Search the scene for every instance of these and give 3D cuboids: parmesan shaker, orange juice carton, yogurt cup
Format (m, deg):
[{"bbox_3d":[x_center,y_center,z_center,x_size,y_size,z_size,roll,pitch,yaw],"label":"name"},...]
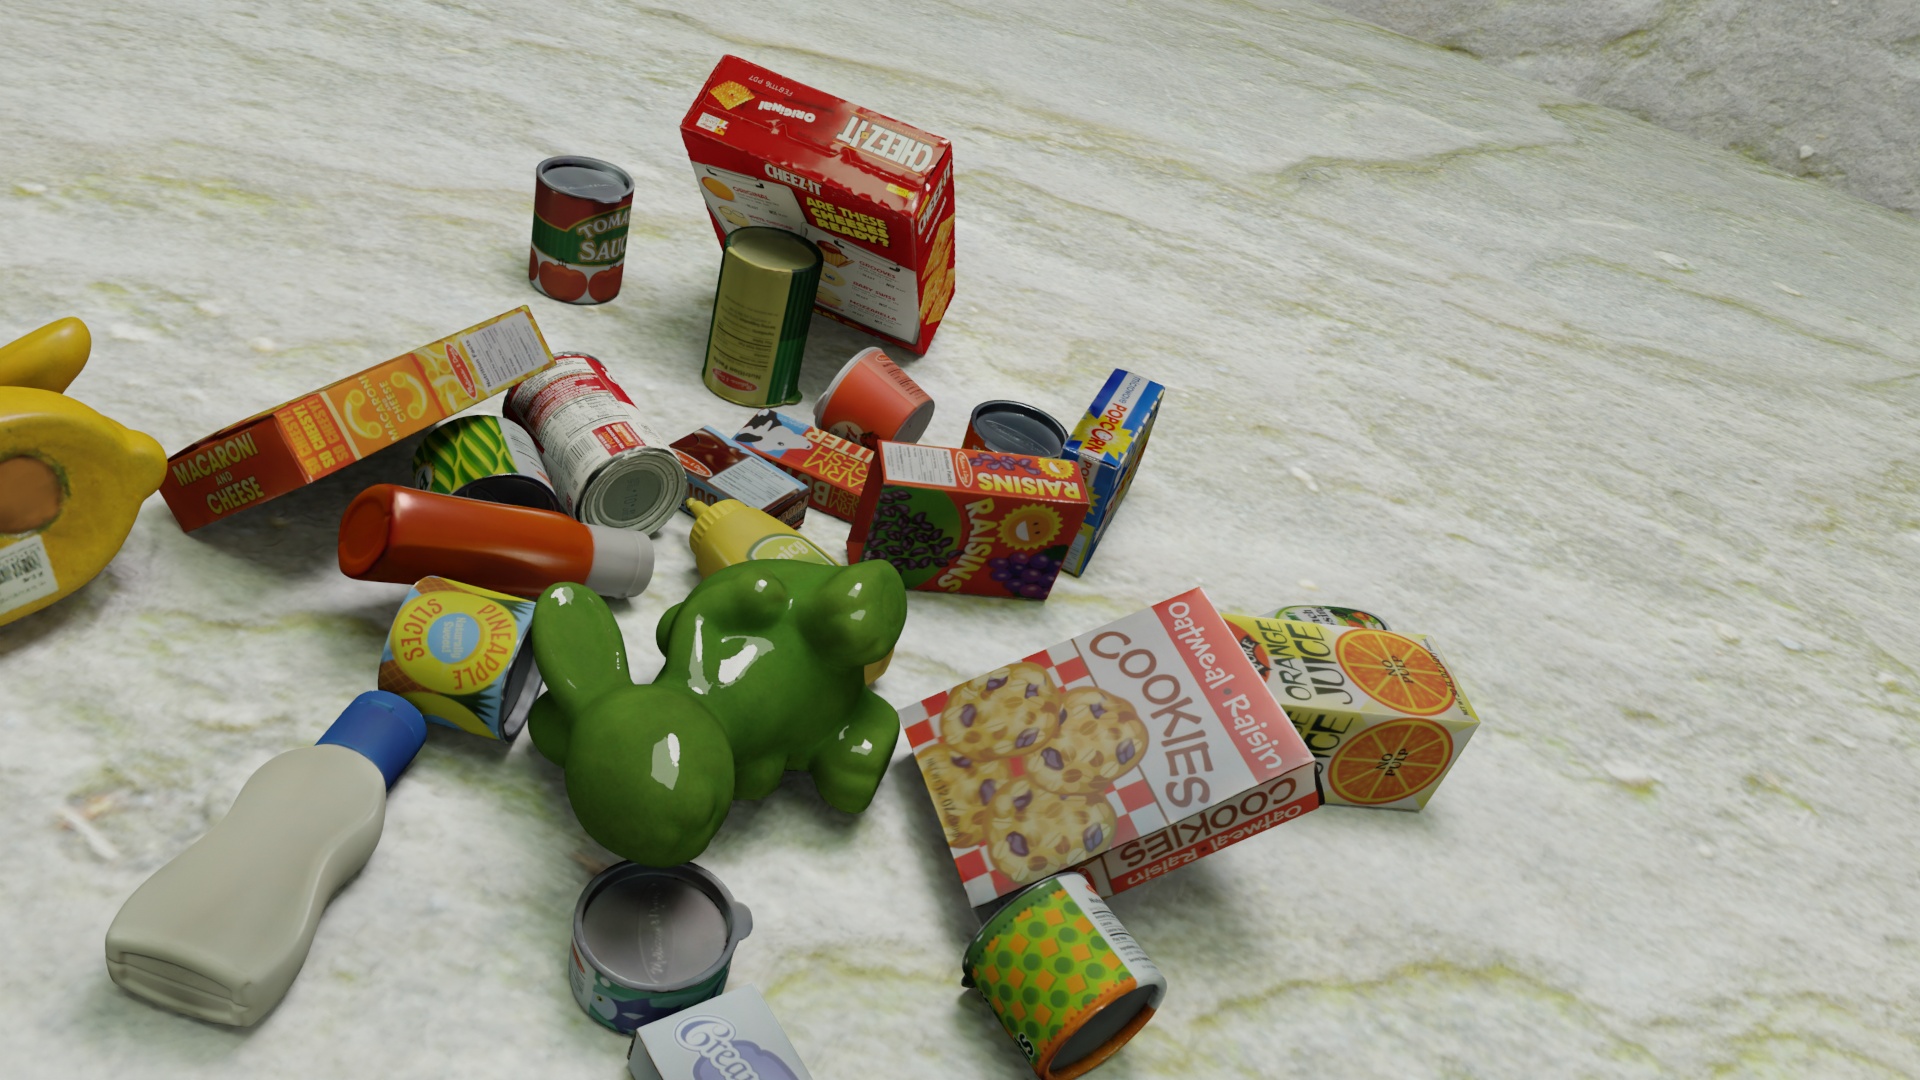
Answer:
[{"bbox_3d":[-0.130,-0.149,0.927,0.071,0.102,0.072,12,35,-8],"label":"parmesan shaker"},{"bbox_3d":[0.171,0.091,0.758,0.193,0.072,0.072,7,37,-14],"label":"orange juice carton"},{"bbox_3d":[-0.054,-0.085,0.909,0.054,0.072,0.073,36,38,12],"label":"yogurt cup"}]

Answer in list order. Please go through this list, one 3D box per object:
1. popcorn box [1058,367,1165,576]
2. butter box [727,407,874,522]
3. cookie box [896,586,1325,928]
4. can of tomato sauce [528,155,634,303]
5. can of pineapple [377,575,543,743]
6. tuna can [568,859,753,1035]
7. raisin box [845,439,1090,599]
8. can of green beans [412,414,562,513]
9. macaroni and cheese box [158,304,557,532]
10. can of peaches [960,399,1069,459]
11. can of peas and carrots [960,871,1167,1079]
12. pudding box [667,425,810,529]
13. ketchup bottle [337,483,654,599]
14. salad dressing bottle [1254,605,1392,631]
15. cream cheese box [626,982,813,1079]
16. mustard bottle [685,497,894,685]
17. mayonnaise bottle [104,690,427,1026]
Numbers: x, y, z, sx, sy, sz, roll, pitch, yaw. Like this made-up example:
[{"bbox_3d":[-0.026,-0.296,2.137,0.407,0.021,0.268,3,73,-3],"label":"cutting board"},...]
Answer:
[{"bbox_3d":[0.090,-0.047,0.899,0.038,0.084,0.127,23,36,9],"label":"popcorn box"},{"bbox_3d":[-0.091,-0.046,0.873,0.103,0.024,0.053,23,35,7],"label":"butter box"},{"bbox_3d":[0.068,0.103,0.664,0.167,0.040,0.123,-22,43,-4],"label":"cookie box"},{"bbox_3d":[-0.266,-0.218,0.979,0.071,0.082,0.071,12,36,-8],"label":"can of tomato sauce"},{"bbox_3d":[-0.226,0.054,0.639,0.058,0.070,0.071,15,35,-3],"label":"can of pineapple"},{"bbox_3d":[-0.122,0.164,0.565,0.071,0.032,0.071,12,35,-8],"label":"tuna can"},{"bbox_3d":[0.003,-0.010,0.810,0.123,0.085,0.040,5,43,-16],"label":"raisin box"},{"bbox_3d":[-0.252,-0.025,0.738,0.071,0.071,0.058,-6,41,-30],"label":"can of green beans"},{"bbox_3d":[-0.316,-0.067,0.731,0.123,0.040,0.167,-13,18,35],"label":"macaroni and cheese box"},{"bbox_3d":[0.030,-0.049,0.899,0.071,0.057,0.071,12,36,-9],"label":"can of peaches"},{"bbox_3d":[0.042,0.185,0.583,0.071,0.070,0.059,-13,45,-36],"label":"can of peas and carrots"},{"bbox_3d":[-0.137,-0.032,0.828,0.084,0.030,0.050,31,38,18],"label":"pudding box"},{"bbox_3d":[-0.226,0.005,0.696,0.149,0.064,0.043,10,69,-45],"label":"ketchup bottle"},{"bbox_3d":[0.186,0.065,0.824,0.148,0.043,0.064,2,36,-21],"label":"salad dressing bottle"},{"bbox_3d":[-0.077,0.219,0.518,0.053,0.024,0.104,-12,45,-38],"label":"cream cheese box"},{"bbox_3d":[-0.105,0.020,0.755,0.065,0.048,0.160,-20,50,-43],"label":"mustard bottle"},{"bbox_3d":[-0.267,0.120,0.558,0.065,0.041,0.149,19,34,0],"label":"mayonnaise bottle"}]
